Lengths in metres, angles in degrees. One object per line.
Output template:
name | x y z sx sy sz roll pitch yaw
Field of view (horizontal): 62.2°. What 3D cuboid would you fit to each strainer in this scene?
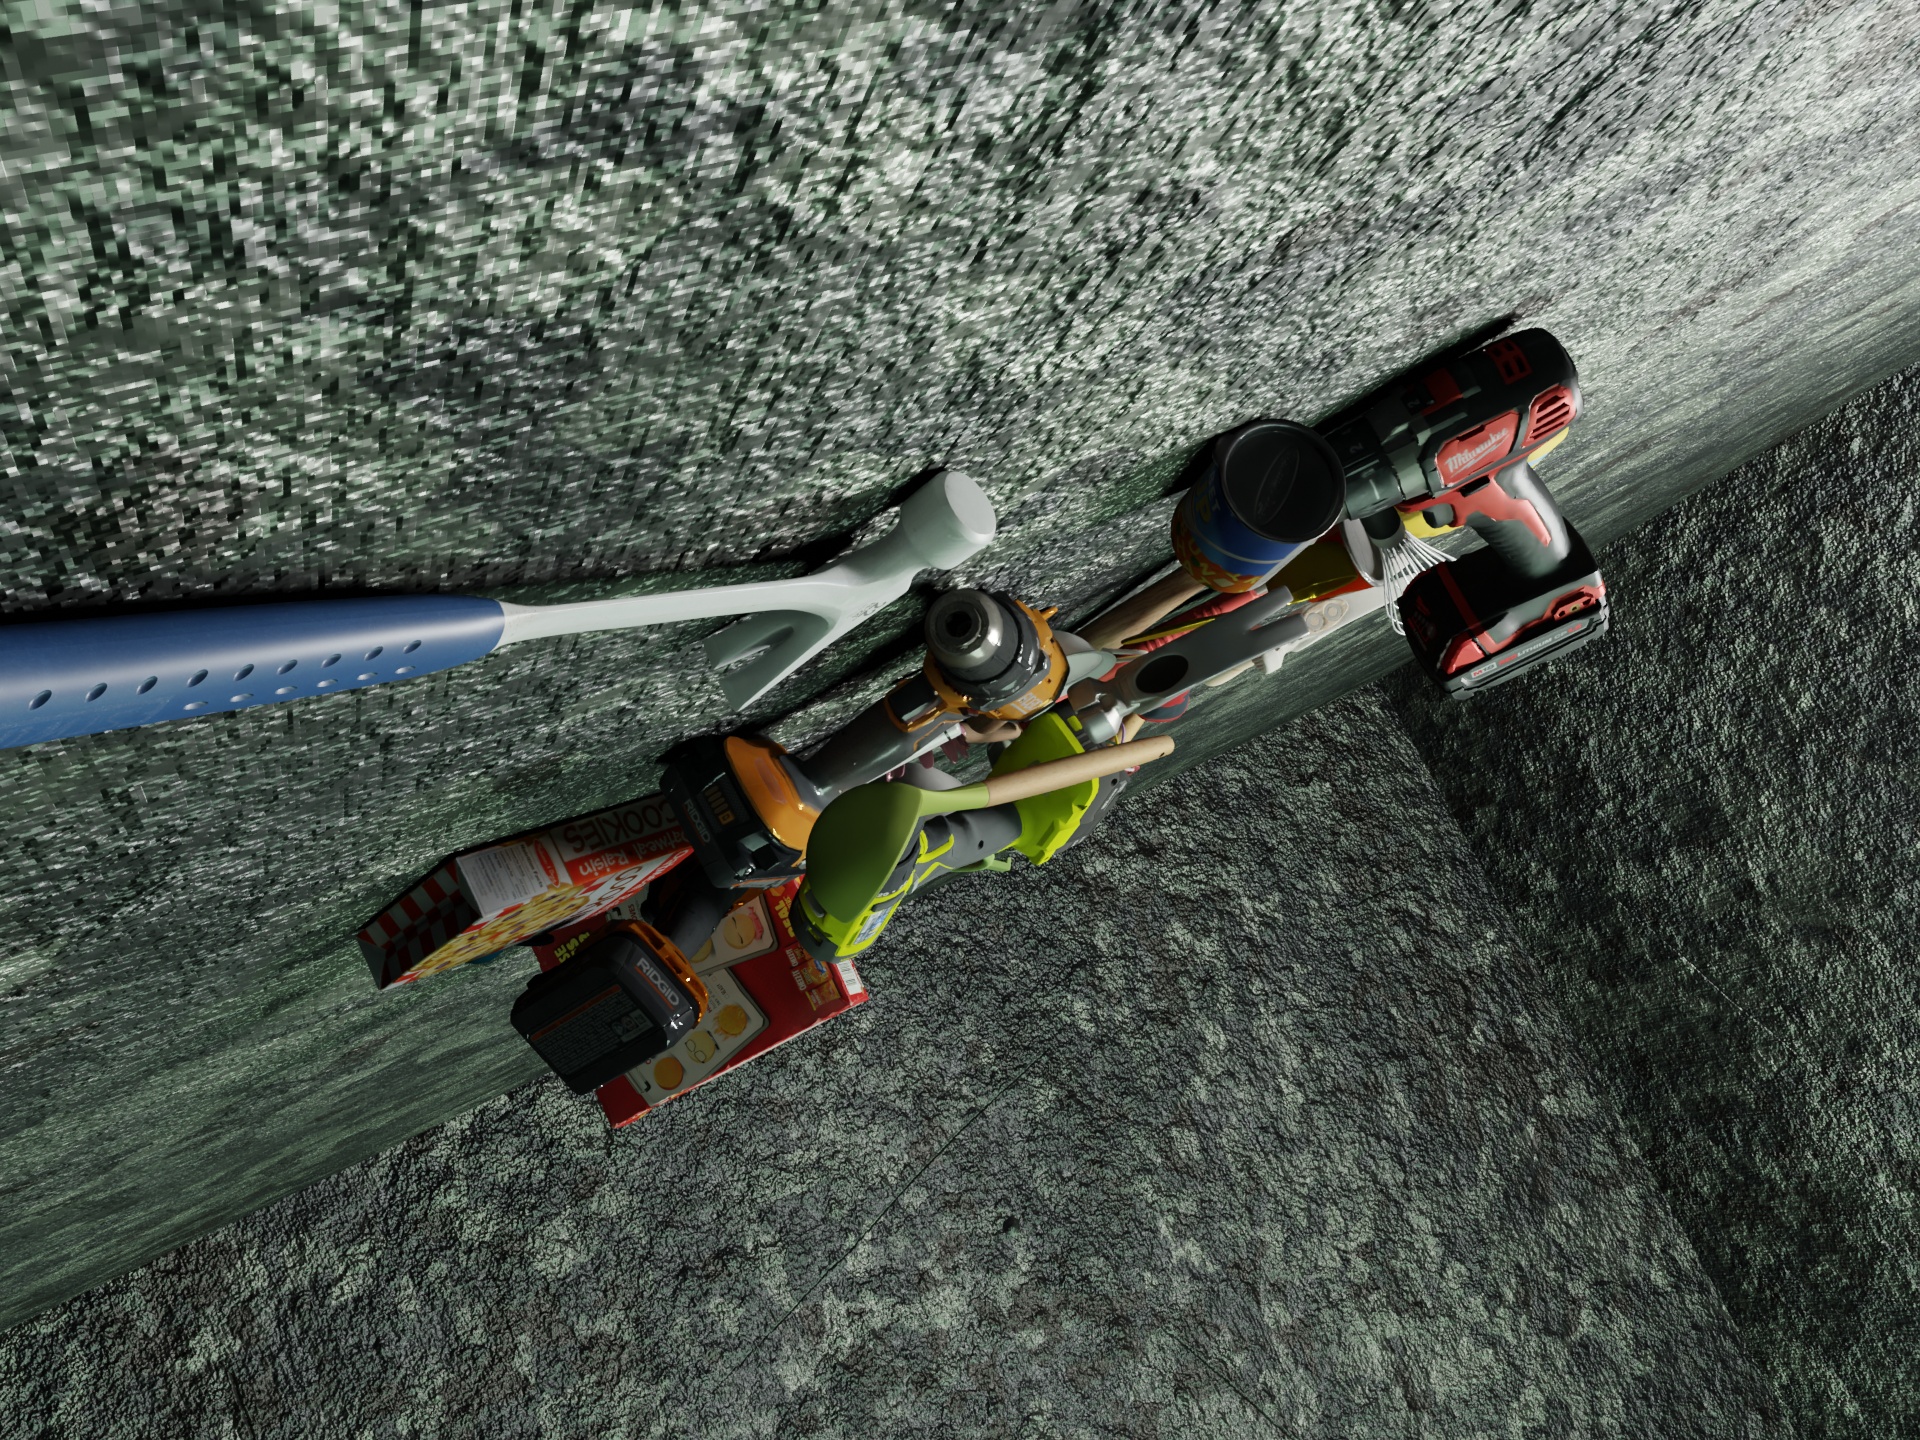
strainer | -0.058 0.053 1.212 0.151 0.069 0.256 5 162 19
strainer | -0.002 -0.003 1.046 0.258 0.050 0.086 -28 163 2

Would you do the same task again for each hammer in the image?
hammer | 0.117 -0.071 1.081 0.130 0.031 0.331 -18 168 -46
hammer | 0.203 -0.085 1.246 0.359 0.037 0.149 -28 172 1
hammer | -0.147 -0.026 0.507 0.144 0.035 0.405 -33 170 33
hammer | 0.157 -0.030 1.103 0.143 0.038 0.386 -27 175 7
hammer | 0.288 -0.075 1.443 0.146 0.038 0.410 -28 178 -3

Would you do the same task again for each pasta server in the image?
pasta server | 0.006 0.017 1.250 0.060 0.040 0.316 -16 176 15

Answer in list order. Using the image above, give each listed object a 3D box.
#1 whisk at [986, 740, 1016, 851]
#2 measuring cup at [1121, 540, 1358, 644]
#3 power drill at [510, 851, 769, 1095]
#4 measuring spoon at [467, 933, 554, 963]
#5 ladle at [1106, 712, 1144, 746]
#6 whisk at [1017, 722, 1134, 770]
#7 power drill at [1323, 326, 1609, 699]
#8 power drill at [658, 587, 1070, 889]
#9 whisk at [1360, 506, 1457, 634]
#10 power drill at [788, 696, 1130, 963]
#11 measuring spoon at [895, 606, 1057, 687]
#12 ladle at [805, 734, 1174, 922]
whisk | 0.046 0.056 1.338 0.058 0.059 0.246 -56 -168 10
measuring cup | 0.176 -0.082 1.027 0.156 0.029 0.062 -16 173 12
power drill | -0.201 0.146 1.076 0.164 0.084 0.226 -32 -168 33
measuring spoon | -0.295 0.150 1.038 0.042 0.021 0.129 -14 -175 -40
ladle | 0.139 0.004 1.305 0.069 0.031 0.315 -29 -167 46
whisk | 0.083 0.019 1.260 0.051 0.047 0.245 -27 -168 -9
power drill | 0.280 -0.109 0.935 0.188 0.080 0.226 -26 139 12
power drill | -0.050 0.005 0.872 0.226 0.084 0.185 -32 169 6
whisk | 0.287 -0.113 1.044 0.070 0.070 0.284 -30 149 18
power drill | -0.001 0.069 1.079 0.228 0.080 0.190 -24 160 -30
measuring spoon | 0.008 -0.044 0.989 0.117 0.011 0.021 -30 173 -6
ladle | 0.035 0.047 0.899 0.320 0.062 0.078 -12 150 -48
